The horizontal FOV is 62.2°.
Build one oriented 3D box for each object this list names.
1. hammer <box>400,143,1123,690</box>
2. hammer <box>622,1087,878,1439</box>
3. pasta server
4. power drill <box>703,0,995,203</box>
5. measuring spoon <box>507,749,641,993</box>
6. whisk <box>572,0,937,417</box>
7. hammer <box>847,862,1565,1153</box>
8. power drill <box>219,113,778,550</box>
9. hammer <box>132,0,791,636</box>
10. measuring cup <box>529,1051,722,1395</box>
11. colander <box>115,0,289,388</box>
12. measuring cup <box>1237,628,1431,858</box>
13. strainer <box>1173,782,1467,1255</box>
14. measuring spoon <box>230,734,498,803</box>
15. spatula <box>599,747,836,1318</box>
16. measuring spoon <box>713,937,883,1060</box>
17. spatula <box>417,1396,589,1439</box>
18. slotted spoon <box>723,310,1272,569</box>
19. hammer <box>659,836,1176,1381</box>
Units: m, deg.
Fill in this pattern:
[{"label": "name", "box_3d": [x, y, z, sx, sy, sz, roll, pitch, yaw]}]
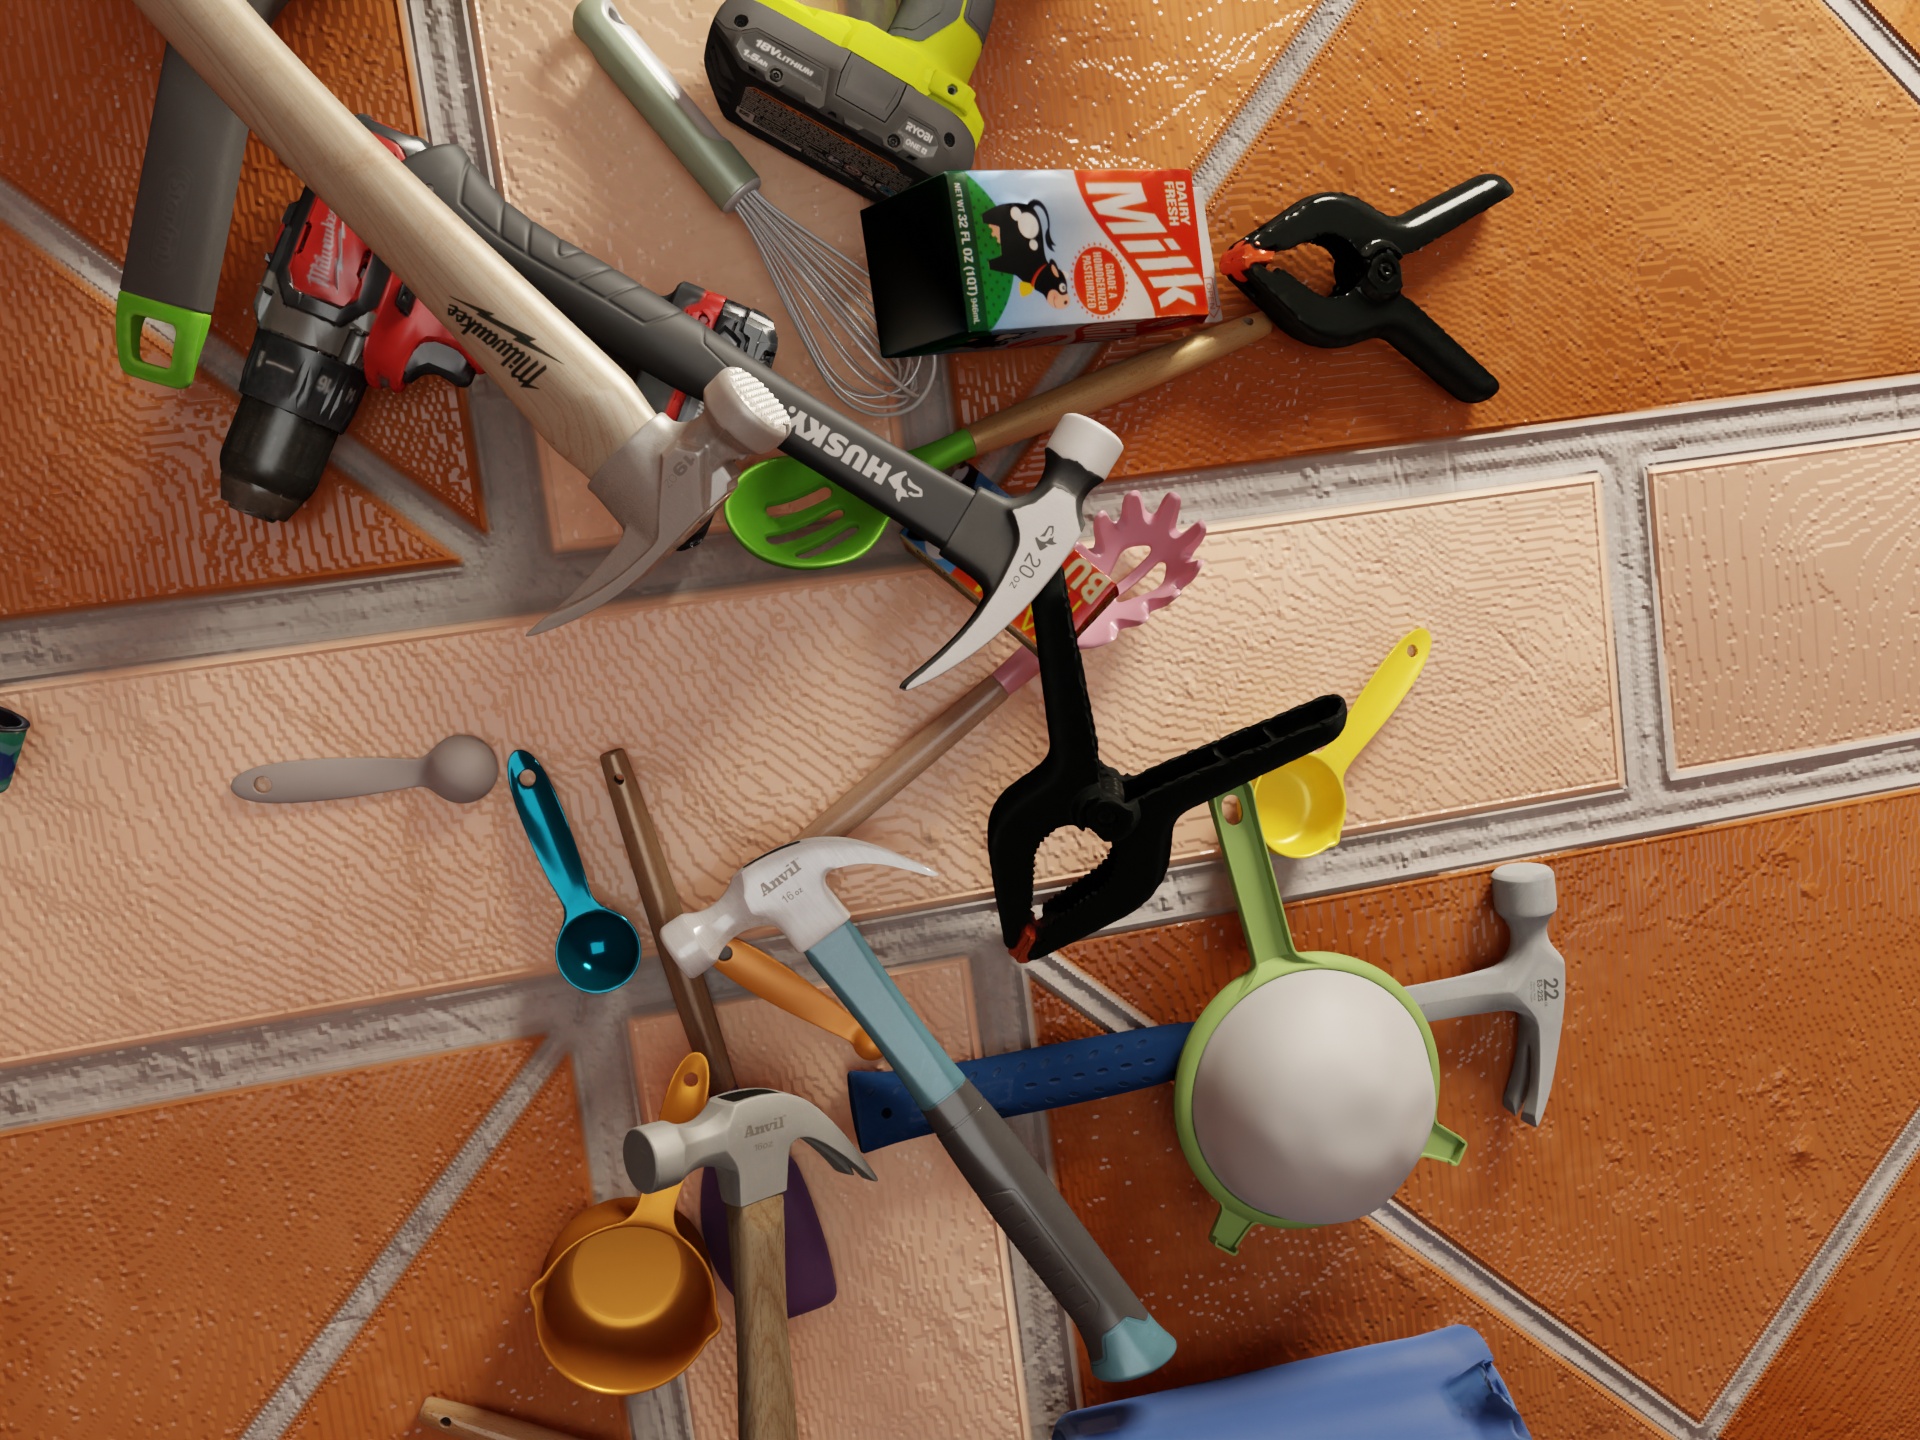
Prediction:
[{"label": "hammer", "box_3d": [-0.104, -0.144, 0.700, 0.334, 0.035, 0.146, 30, 89, -7]}, {"label": "hammer", "box_3d": [-0.094, 0.346, 0.786, 0.130, 0.031, 0.331, -7, 96, -43]}, {"label": "pasta server", "box_3d": [-0.001, -0.003, 0.816, 0.316, 0.040, 0.060, -40, 76, -4]}, {"label": "power drill", "box_3d": [-0.031, -0.383, 0.757, 0.190, 0.080, 0.228, 25, 87, -14]}, {"label": "measuring spoon", "box_3d": [-0.196, 0.074, 0.796, 0.042, 0.021, 0.128, -22, 90, -5]}, {"label": "whisk", "box_3d": [-0.100, -0.248, 0.770, 0.059, 0.058, 0.246, -37, 98, 23]}, {"label": "hammer", "box_3d": [0.142, 0.180, 0.862, 0.405, 0.035, 0.144, -9, 96, -11]}, {"label": "power drill", "box_3d": [-0.217, -0.152, 0.740, 0.226, 0.080, 0.188, 22, 90, -10]}, {"label": "hammer", "box_3d": [-0.259, -0.222, 0.650, 0.146, 0.038, 0.410, -41, 96, 19]}, {"label": "measuring cup", "box_3d": [-0.156, 0.245, 0.799, 0.095, 0.052, 0.173, 16, 90, -13]}, {"label": "colander", "box_3d": [-0.302, -0.343, 0.699, 0.204, 0.094, 0.397, 16, 100, -5]}, {"label": "measuring cup", "box_3d": [0.207, 0.009, 0.871, 0.062, 0.029, 0.156, 44, 74, -12]}, {"label": "strainer", "box_3d": [0.176, 0.150, 0.812, 0.151, 0.069, 0.256, -18, 99, -10]}, {"label": "measuring spoon", "box_3d": [-0.288, 0.028, 0.768, 0.124, 0.018, 0.034, -4, 96, -10]}, {"label": "spatula", "box_3d": [-0.132, 0.165, 0.813, 0.060, 0.018, 0.316, -16, 99, -5]}, {"label": "measuring spoon", "box_3d": [-0.086, 0.143, 0.824, 0.117, 0.011, 0.021, 34, 88, -12]}, {"label": "spatula", "box_3d": [-0.128, 0.406, 0.835, 0.317, 0.044, 0.082, 22, 91, -8]}, {"label": "slotted spoon", "box_3d": [0.027, -0.147, 0.797, 0.314, 0.031, 0.070, -25, 66, -17]}, {"label": "hammer", "box_3d": [-0.002, 0.199, 0.799, 0.128, 0.033, 0.331, -37, 96, -7]}]
